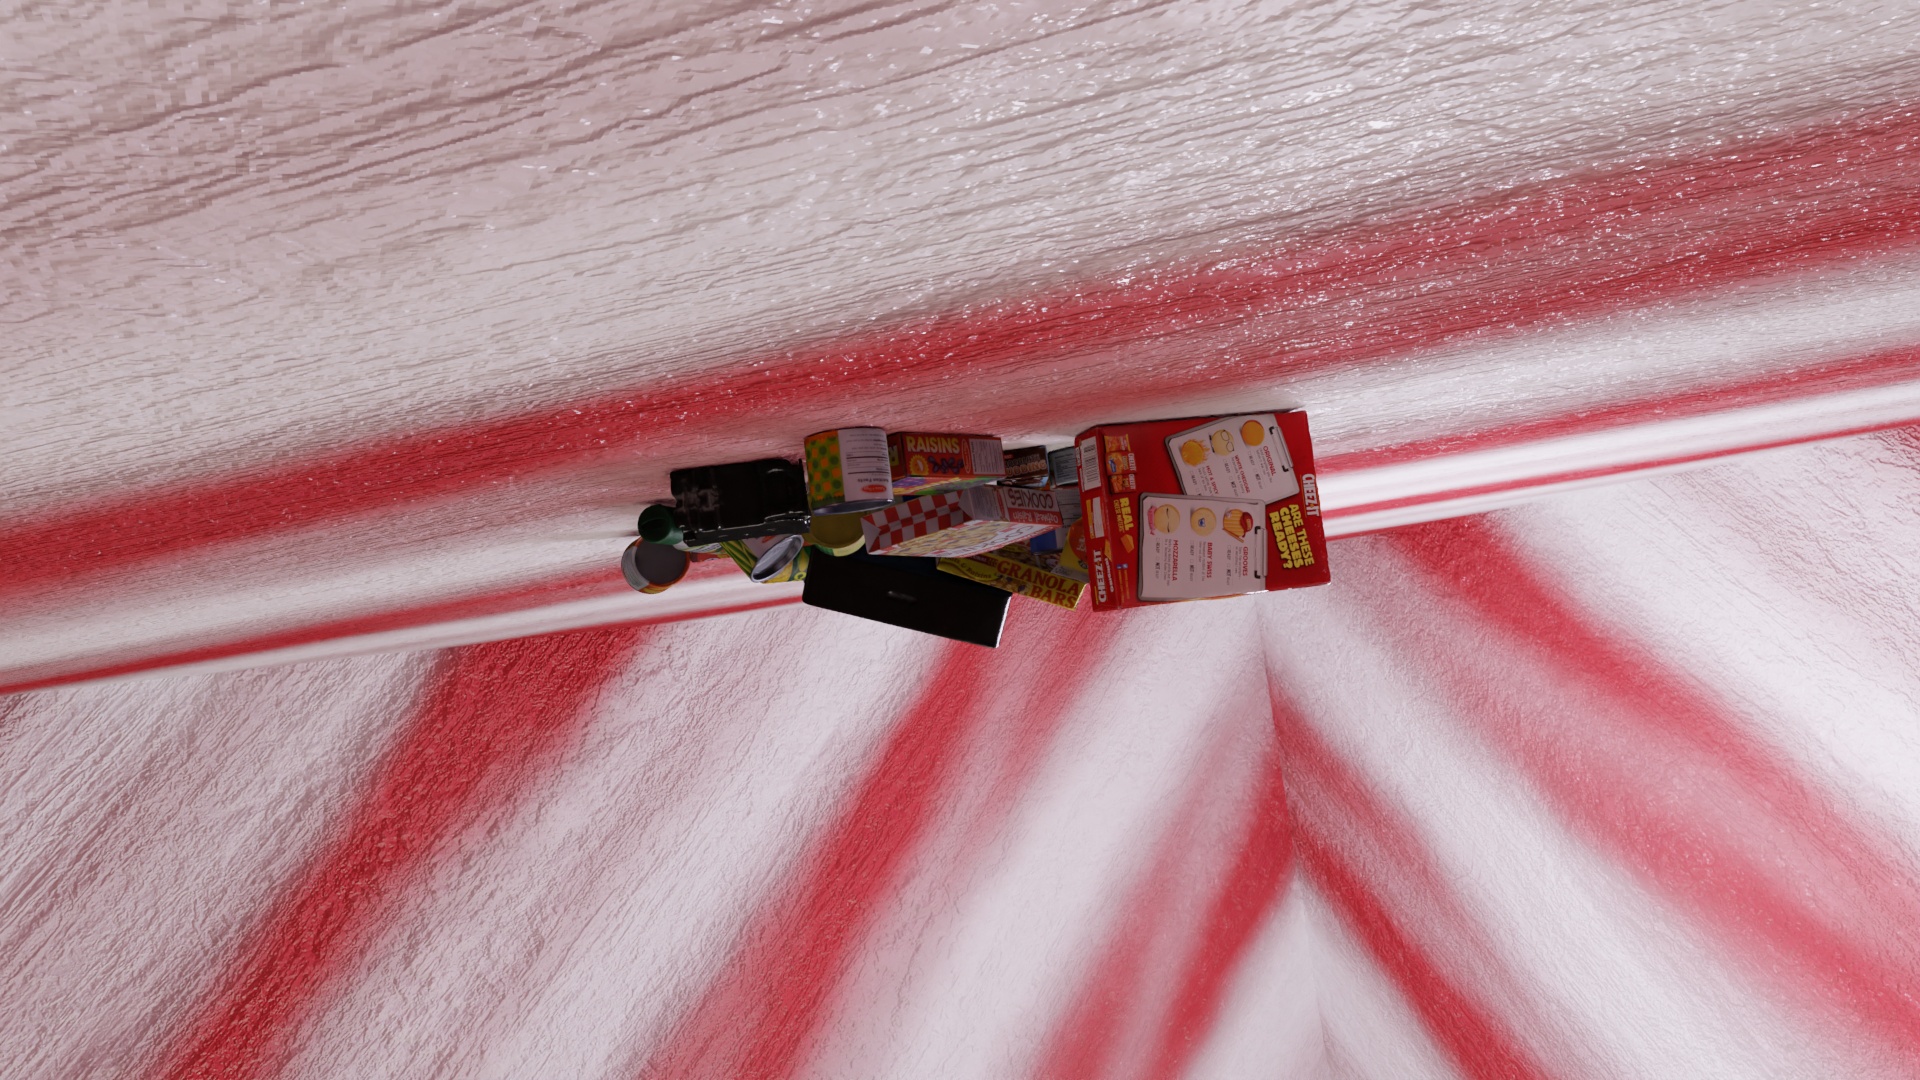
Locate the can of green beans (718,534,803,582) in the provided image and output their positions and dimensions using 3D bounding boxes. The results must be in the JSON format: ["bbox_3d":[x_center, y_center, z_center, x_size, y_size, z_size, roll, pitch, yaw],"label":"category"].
[{"bbox_3d":[-0.198,-0.002,1.362,0.071,0.058,0.071,-40,164,-14],"label":"can of green beans"}]

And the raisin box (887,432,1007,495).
[{"bbox_3d":[-0.034,-0.063,1.180,0.086,0.040,0.123,-11,173,43],"label":"raisin box"}]

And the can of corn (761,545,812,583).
[{"bbox_3d":[-0.212,0.020,1.660,0.058,0.071,0.071,-4,173,-30],"label":"can of corn"}]

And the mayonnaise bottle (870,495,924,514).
[{"bbox_3d":[-0.058,-0.037,1.418,0.065,0.041,0.147,-5,174,-27],"label":"mayonnaise bottle"}]

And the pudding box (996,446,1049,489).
[{"bbox_3d":[0.058,-0.067,1.326,0.050,0.030,0.083,-7,175,1],"label":"pudding box"}]

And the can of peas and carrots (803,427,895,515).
[{"bbox_3d":[-0.089,-0.053,1.090,0.071,0.059,0.071,-7,175,-1],"label":"can of peas and carrots"}]

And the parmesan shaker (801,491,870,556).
[{"bbox_3d":[-0.124,-0.019,1.368,0.071,0.071,0.103,-7,175,-5],"label":"parmesan shaker"}]

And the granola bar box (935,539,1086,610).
[{"bbox_3d":[0.053,0.016,1.573,0.165,0.039,0.125,17,-159,-9],"label":"granola bar box"}]

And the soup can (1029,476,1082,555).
[{"bbox_3d":[0.103,-0.029,1.519,0.071,0.084,0.071,-7,174,-1],"label":"soup can"}]

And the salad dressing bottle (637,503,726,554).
[{"bbox_3d":[-0.268,-0.012,1.369,0.064,0.044,0.147,-12,174,15],"label":"salad dressing bottle"}]

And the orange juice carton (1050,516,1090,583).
[{"bbox_3d":[0.183,-0.003,1.485,0.072,0.072,0.193,18,-140,41],"label":"orange juice carton"}]

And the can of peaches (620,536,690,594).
[{"bbox_3d":[-0.335,0.022,1.536,0.071,0.071,0.058,-5,173,-24],"label":"can of peaches"}]

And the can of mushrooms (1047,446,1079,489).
[{"bbox_3d":[0.118,-0.071,1.353,0.071,0.033,0.071,-8,174,-1],"label":"can of mushrooms"}]

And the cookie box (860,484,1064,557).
[{"bbox_3d":[0.005,-0.017,1.335,0.122,0.040,0.168,-18,169,31],"label":"cookie box"}]

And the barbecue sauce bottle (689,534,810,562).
[{"bbox_3d":[-0.220,-0.006,1.505,0.149,0.043,0.064,-7,173,-12],"label":"barbecue sauce bottle"}]
